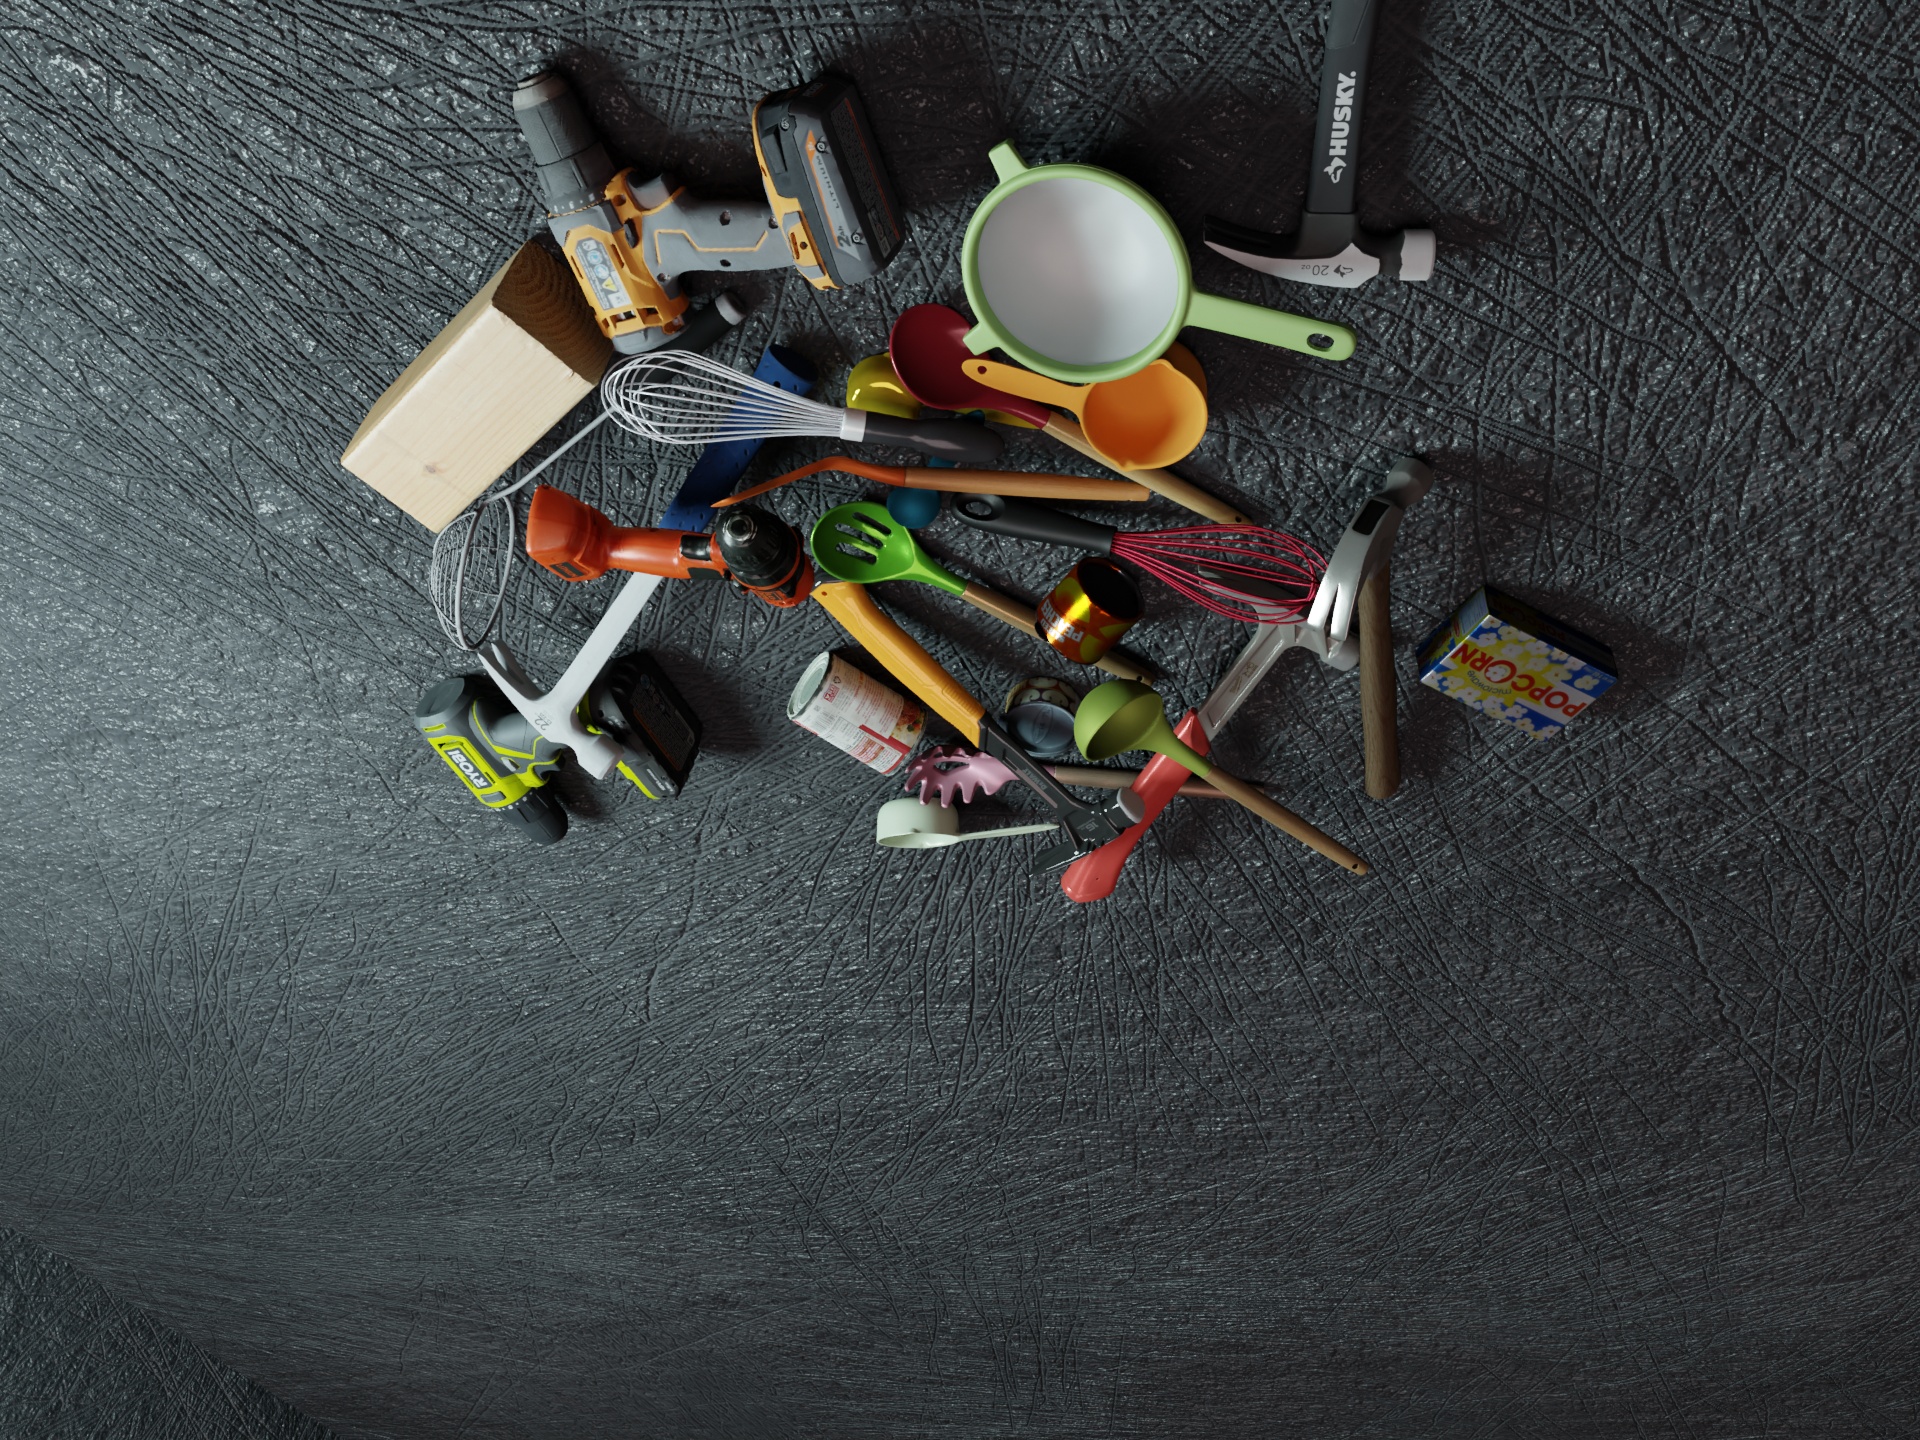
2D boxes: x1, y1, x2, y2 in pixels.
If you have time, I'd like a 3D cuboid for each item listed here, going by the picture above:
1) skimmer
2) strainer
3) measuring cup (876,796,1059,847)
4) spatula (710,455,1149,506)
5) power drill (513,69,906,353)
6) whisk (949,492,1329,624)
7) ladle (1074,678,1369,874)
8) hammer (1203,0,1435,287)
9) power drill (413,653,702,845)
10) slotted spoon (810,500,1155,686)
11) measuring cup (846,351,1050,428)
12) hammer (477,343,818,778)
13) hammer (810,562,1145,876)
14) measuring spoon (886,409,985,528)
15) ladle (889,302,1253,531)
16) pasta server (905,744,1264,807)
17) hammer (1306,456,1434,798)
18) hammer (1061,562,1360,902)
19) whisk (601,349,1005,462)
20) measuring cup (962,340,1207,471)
[{"bbox_3d":[-0.278,-0.184,1.204,0.363,0.127,0.090,-33,113,24],"label":"skimmer"},{"bbox_3d":[0.131,-0.286,1.024,0.256,0.069,0.151,16,136,7],"label":"strainer"},{"bbox_3d":[0.006,0.088,1.449,0.167,0.038,0.083,-5,166,6],"label":"measuring cup"},{"bbox_3d":[-0.018,-0.167,1.156,0.322,0.081,0.041,2,96,-12],"label":"spatula"},{"bbox_3d":[-0.170,-0.347,1.028,0.226,0.084,0.185,-7,125,24],"label":"power drill"},{"bbox_3d":[0.134,-0.130,1.192,0.296,0.073,0.073,15,136,9],"label":"whisk"},{"bbox_3d":[0.223,0.059,1.305,0.320,0.062,0.078,31,114,-22],"label":"ladle"},{"bbox_3d":[0.223,-0.409,0.923,0.146,0.035,0.334,3,135,7],"label":"hammer"},{"bbox_3d":[-0.355,0.032,1.443,0.228,0.080,0.190,-11,130,24],"label":"power drill"},{"bbox_3d":[0.023,-0.094,1.280,0.313,0.031,0.070,25,112,-17],"label":"slotted spoon"},{"bbox_3d":[-0.007,-0.225,1.153,0.156,0.029,0.062,10,135,-1],"label":"measuring cup"},{"bbox_3d":[-0.240,-0.129,1.239,0.144,0.035,0.405,40,120,-2],"label":"hammer"},{"bbox_3d":[-0.002,-0.004,1.326,0.336,0.034,0.127,44,129,-15],"label":"hammer"},{"bbox_3d":[-0.015,-0.182,1.181,0.042,0.021,0.128,13,143,-25],"label":"measuring spoon"},{"bbox_3d":[0.084,-0.207,1.149,0.315,0.069,0.031,25,174,-20],"label":"ladle"},{"bbox_3d":[0.110,0.055,1.406,0.316,0.040,0.060,5,130,4],"label":"pasta server"},{"bbox_3d":[0.323,-0.043,1.235,0.031,0.130,0.331,26,154,32],"label":"hammer"},{"bbox_3d":[0.175,0.028,1.341,0.149,0.037,0.359,23,127,-14],"label":"hammer"},{"bbox_3d":[-0.107,-0.214,1.117,0.284,0.070,0.070,7,136,-10],"label":"whisk"},{"bbox_3d":[0.088,-0.237,1.109,0.173,0.052,0.095,15,135,-2],"label":"measuring cup"}]
